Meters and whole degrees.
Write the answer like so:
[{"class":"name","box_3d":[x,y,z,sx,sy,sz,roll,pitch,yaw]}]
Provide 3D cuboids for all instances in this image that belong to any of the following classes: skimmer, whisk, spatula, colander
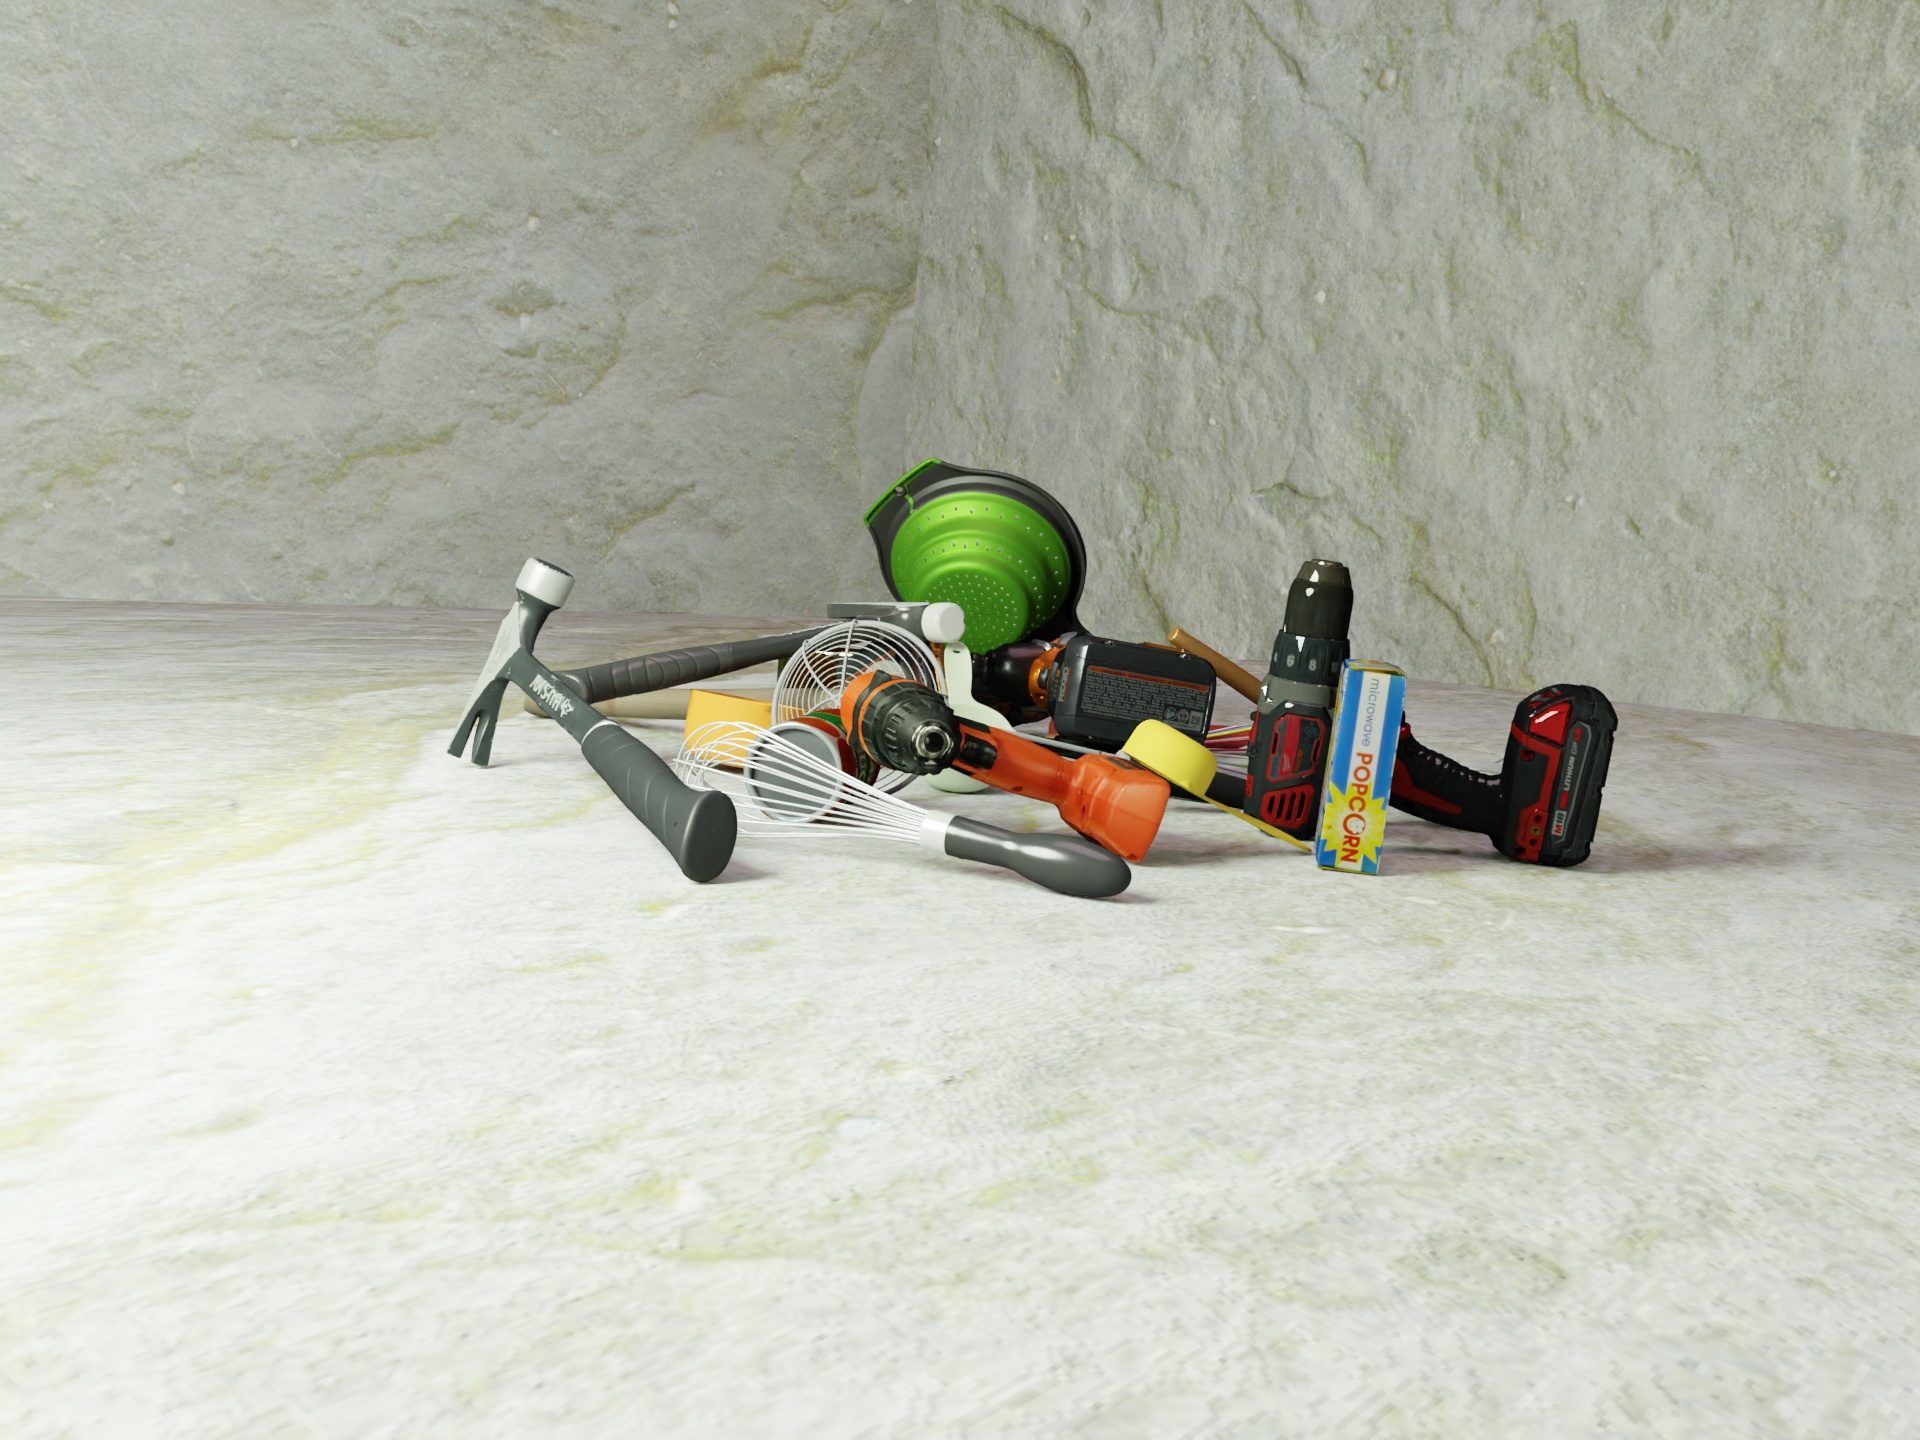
[{"class":"skimmer","box_3d":[0.048,0.020,1.139,0.363,0.127,0.090,13,-9,-22]},{"class":"whisk","box_3d":[0.193,0.020,1.388,0.245,0.051,0.047,1,-23,14]},{"class":"spatula","box_3d":[0.297,0.004,1.294,0.322,0.041,0.081,32,-4,-20]},{"class":"whisk","box_3d":[-0.040,0.054,0.881,0.285,0.070,0.070,13,9,22]},{"class":"colander","box_3d":[0.075,-0.082,1.543,0.396,0.204,0.095,38,36,-21]}]

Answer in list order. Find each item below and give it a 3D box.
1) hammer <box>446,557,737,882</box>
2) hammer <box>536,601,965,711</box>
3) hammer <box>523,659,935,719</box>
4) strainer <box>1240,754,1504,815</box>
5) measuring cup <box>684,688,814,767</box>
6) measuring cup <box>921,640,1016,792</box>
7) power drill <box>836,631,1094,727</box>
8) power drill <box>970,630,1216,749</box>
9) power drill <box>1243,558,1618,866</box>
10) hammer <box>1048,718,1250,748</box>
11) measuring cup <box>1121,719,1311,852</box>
[{"class":"hammer","box_3d":[-0.227,0.010,0.963,0.036,0.149,0.409,26,2,-34]},{"class":"hammer","box_3d":[-0.167,-0.051,1.215,0.334,0.035,0.146,-15,13,-38]},{"class":"hammer","box_3d":[-0.197,-0.010,1.351,0.411,0.038,0.146,2,-20,27]},{"class":"strainer","box_3d":[0.314,0.058,1.175,0.258,0.050,0.087,-5,9,-24]},{"class":"measuring cup","box_3d":[-0.127,0.017,1.213,0.173,0.052,0.095,13,0,-26]},{"class":"measuring cup","box_3d":[-0.002,-0.004,1.220,0.083,0.038,0.168,3,35,-4]},{"class":"power drill","box_3d":[0.000,-0.027,1.454,0.226,0.084,0.185,-2,-16,-35]},{"class":"power drill","box_3d":[0.098,-0.028,1.275,0.164,0.084,0.226,9,3,-11]},{"class":"power drill","box_3d":[0.310,-0.002,1.061,0.227,0.188,0.080,9,10,10]},{"class":"hammer","box_3d":[0.245,0.014,1.549,0.359,0.036,0.149,2,6,-25]},{"class":"measuring cup","box_3d":[0.168,0.042,0.989,0.156,0.029,0.062,28,2,-27]}]
